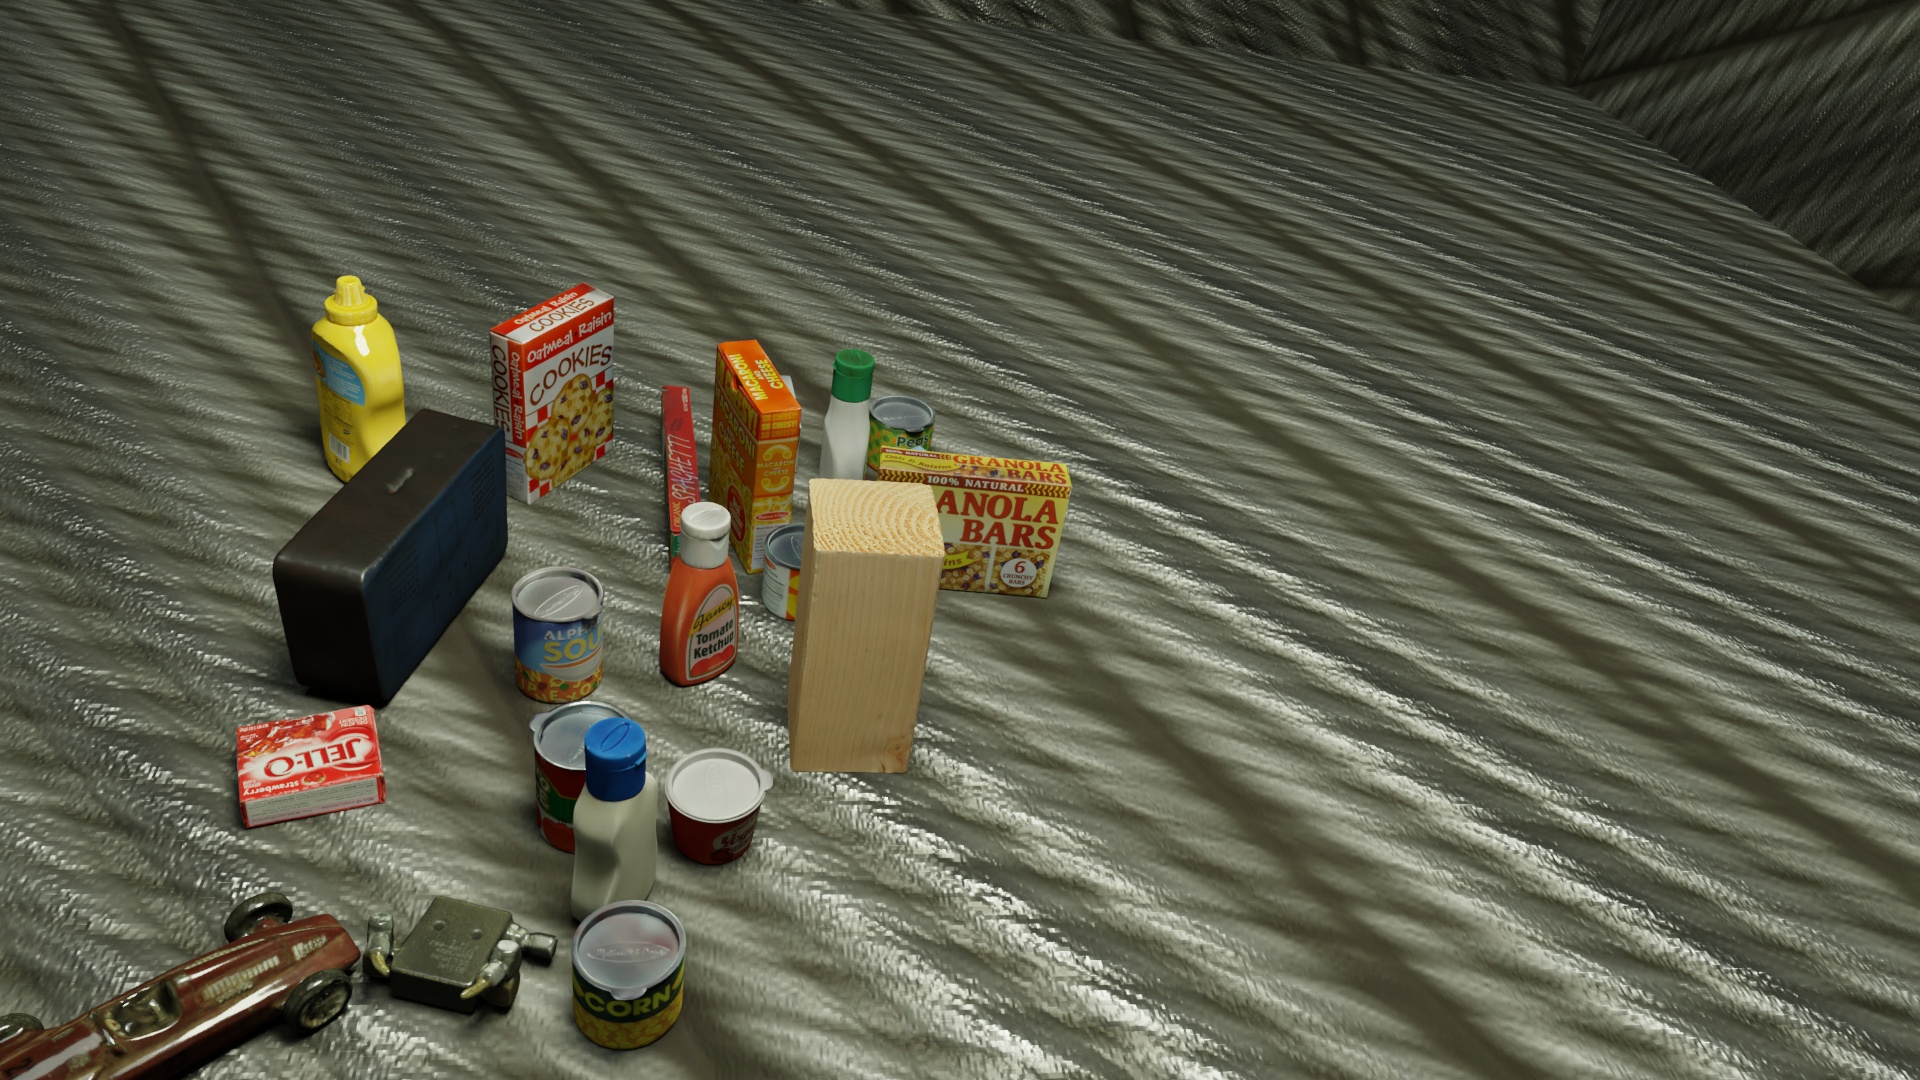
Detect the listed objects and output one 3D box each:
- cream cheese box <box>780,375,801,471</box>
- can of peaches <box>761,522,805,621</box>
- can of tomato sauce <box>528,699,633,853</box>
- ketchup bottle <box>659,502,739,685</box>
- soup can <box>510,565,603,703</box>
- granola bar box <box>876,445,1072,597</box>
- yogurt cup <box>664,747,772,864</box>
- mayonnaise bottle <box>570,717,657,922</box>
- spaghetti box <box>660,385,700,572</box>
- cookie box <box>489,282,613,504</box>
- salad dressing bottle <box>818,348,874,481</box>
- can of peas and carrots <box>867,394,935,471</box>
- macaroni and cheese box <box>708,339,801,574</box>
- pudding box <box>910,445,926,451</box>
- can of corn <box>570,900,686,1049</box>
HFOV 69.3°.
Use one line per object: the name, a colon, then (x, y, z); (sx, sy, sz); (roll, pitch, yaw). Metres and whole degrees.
cream cheese box: (-0.177, -0.116, 1.383); (0.024, 0.053, 0.104); (0, 36, -14)
can of peaches: (-0.133, 0.027, 1.186); (0.071, 0.057, 0.071); (7, 35, -5)
can of tomato sauce: (-0.257, 0.161, 0.944); (0.071, 0.082, 0.071); (7, 35, -5)
ketchup bottle: (-0.200, 0.040, 1.071); (0.043, 0.148, 0.065); (33, 41, 30)
soup can: (-0.303, 0.073, 1.055); (0.071, 0.083, 0.072); (7, 35, -5)
granola bar box: (0.004, -0.015, 1.222); (0.166, 0.123, 0.039); (5, 35, -7)
yogurt cup: (-0.169, 0.185, 0.956); (0.072, 0.053, 0.073); (7, 35, -5)
mayonnaise bottle: (-0.217, 0.177, 0.874); (0.041, 0.147, 0.065); (19, 36, 13)
spaghetti box: (-0.259, -0.060, 1.284); (0.029, 0.049, 0.251); (0, 36, -14)
cookie box: (-0.369, -0.134, 1.261); (0.040, 0.166, 0.123); (22, 36, 17)
salad dressing bottle: (-0.106, -0.107, 1.304); (0.044, 0.146, 0.064); (-1, 36, -15)
can of peas and carrots: (-0.060, -0.104, 1.389); (0.071, 0.058, 0.071); (7, 35, -5)
macaroni and cheese box: (-0.184, -0.074, 1.222); (0.040, 0.165, 0.124); (-9, 39, -25)
pudding box: (-0.027, -0.049, 1.327); (0.030, 0.049, 0.084); (-23, 46, -38)
can of corn: (-0.199, 0.263, 0.834); (0.071, 0.058, 0.071); (7, 35, -5)
